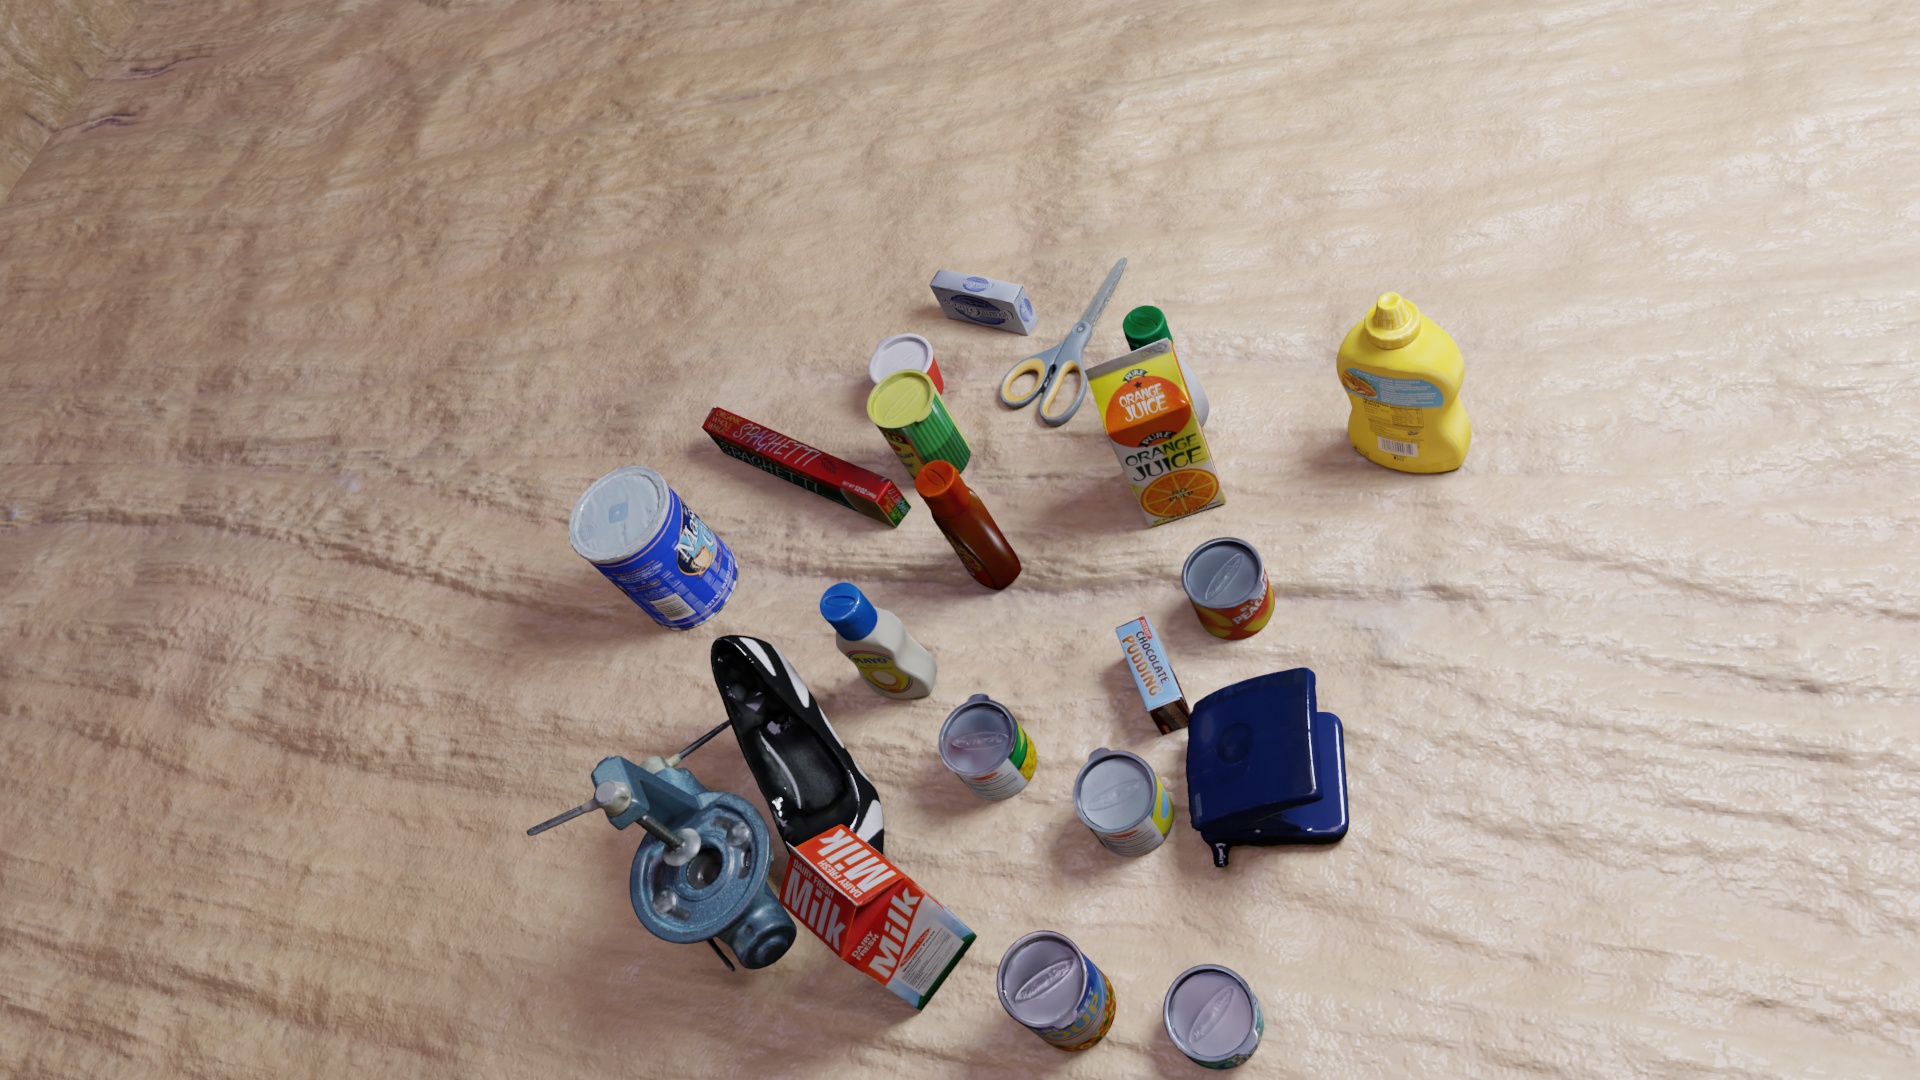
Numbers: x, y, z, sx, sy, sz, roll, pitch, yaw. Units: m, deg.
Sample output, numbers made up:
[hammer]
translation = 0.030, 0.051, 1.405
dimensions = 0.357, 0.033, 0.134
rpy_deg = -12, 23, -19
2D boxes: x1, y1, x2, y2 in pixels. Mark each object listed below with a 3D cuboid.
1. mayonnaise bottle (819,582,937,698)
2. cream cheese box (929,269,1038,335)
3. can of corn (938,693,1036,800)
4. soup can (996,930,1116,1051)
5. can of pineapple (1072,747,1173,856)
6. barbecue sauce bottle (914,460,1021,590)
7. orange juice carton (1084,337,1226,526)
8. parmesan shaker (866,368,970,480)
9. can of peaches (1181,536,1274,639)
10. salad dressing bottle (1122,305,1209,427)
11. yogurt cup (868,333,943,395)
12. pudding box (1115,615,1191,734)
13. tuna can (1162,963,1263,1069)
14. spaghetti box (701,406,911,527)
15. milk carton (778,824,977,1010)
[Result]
[mayonnaise bottle]
translation = -0.072, 0.086, 1.169
dimensions = 0.065, 0.147, 0.041
rpy_deg = -2, 59, 23
[cream cheese box]
translation = 0.024, -0.240, 1.399
dimensions = 0.104, 0.053, 0.024
rpy_deg = 18, 68, 31
[can of corn]
translation = 0.023, 0.169, 1.131
dimensions = 0.071, 0.058, 0.071
rpy_deg = -11, 56, 17
[soup can]
translation = 0.071, 0.326, 0.993
dimensions = 0.071, 0.083, 0.072
rpy_deg = -11, 56, 17
[can of pineapple]
translation = 0.125, 0.201, 1.067
dimensions = 0.071, 0.057, 0.071
rpy_deg = -11, 56, 17
[barbecue sauce bottle]
translation = 0.004, -0.015, 1.201
dimensions = 0.044, 0.148, 0.065
rpy_deg = -44, 53, -7
[orange juice carton]
translation = 0.162, -0.097, 1.159
dimensions = 0.072, 0.192, 0.073
rpy_deg = -19, 54, 12
[parmesan shaker]
translation = -0.036, -0.103, 1.304
dimensions = 0.071, 0.102, 0.071
rpy_deg = -11, 56, 17
[can of peaches]
translation = 0.220, 0.041, 1.129
dimensions = 0.071, 0.058, 0.071
rpy_deg = -11, 56, 17
[salad dressing bottle]
translation = 0.177, -0.145, 1.212
dimensions = 0.064, 0.147, 0.044
rpy_deg = 28, 74, 34
[yogurt cup]
translation = -0.051, -0.163, 1.381
dimensions = 0.072, 0.053, 0.073
rpy_deg = -11, 56, 17
[pudding box]
translation = 0.156, 0.108, 1.119
dimensions = 0.030, 0.049, 0.084
rpy_deg = -24, 53, 8
[tuna can]
translation = 0.179, 0.335, 0.972
dimensions = 0.071, 0.032, 0.071
rpy_deg = -11, 56, 17
[spaghetti box]
translation = -0.156, -0.075, 1.371
dimensions = 0.250, 0.050, 0.029
rpy_deg = 23, 71, 33
[milk carton]
translation = -0.065, 0.272, 1.018
dimensions = 0.072, 0.190, 0.073
rpy_deg = 30, 75, 35
